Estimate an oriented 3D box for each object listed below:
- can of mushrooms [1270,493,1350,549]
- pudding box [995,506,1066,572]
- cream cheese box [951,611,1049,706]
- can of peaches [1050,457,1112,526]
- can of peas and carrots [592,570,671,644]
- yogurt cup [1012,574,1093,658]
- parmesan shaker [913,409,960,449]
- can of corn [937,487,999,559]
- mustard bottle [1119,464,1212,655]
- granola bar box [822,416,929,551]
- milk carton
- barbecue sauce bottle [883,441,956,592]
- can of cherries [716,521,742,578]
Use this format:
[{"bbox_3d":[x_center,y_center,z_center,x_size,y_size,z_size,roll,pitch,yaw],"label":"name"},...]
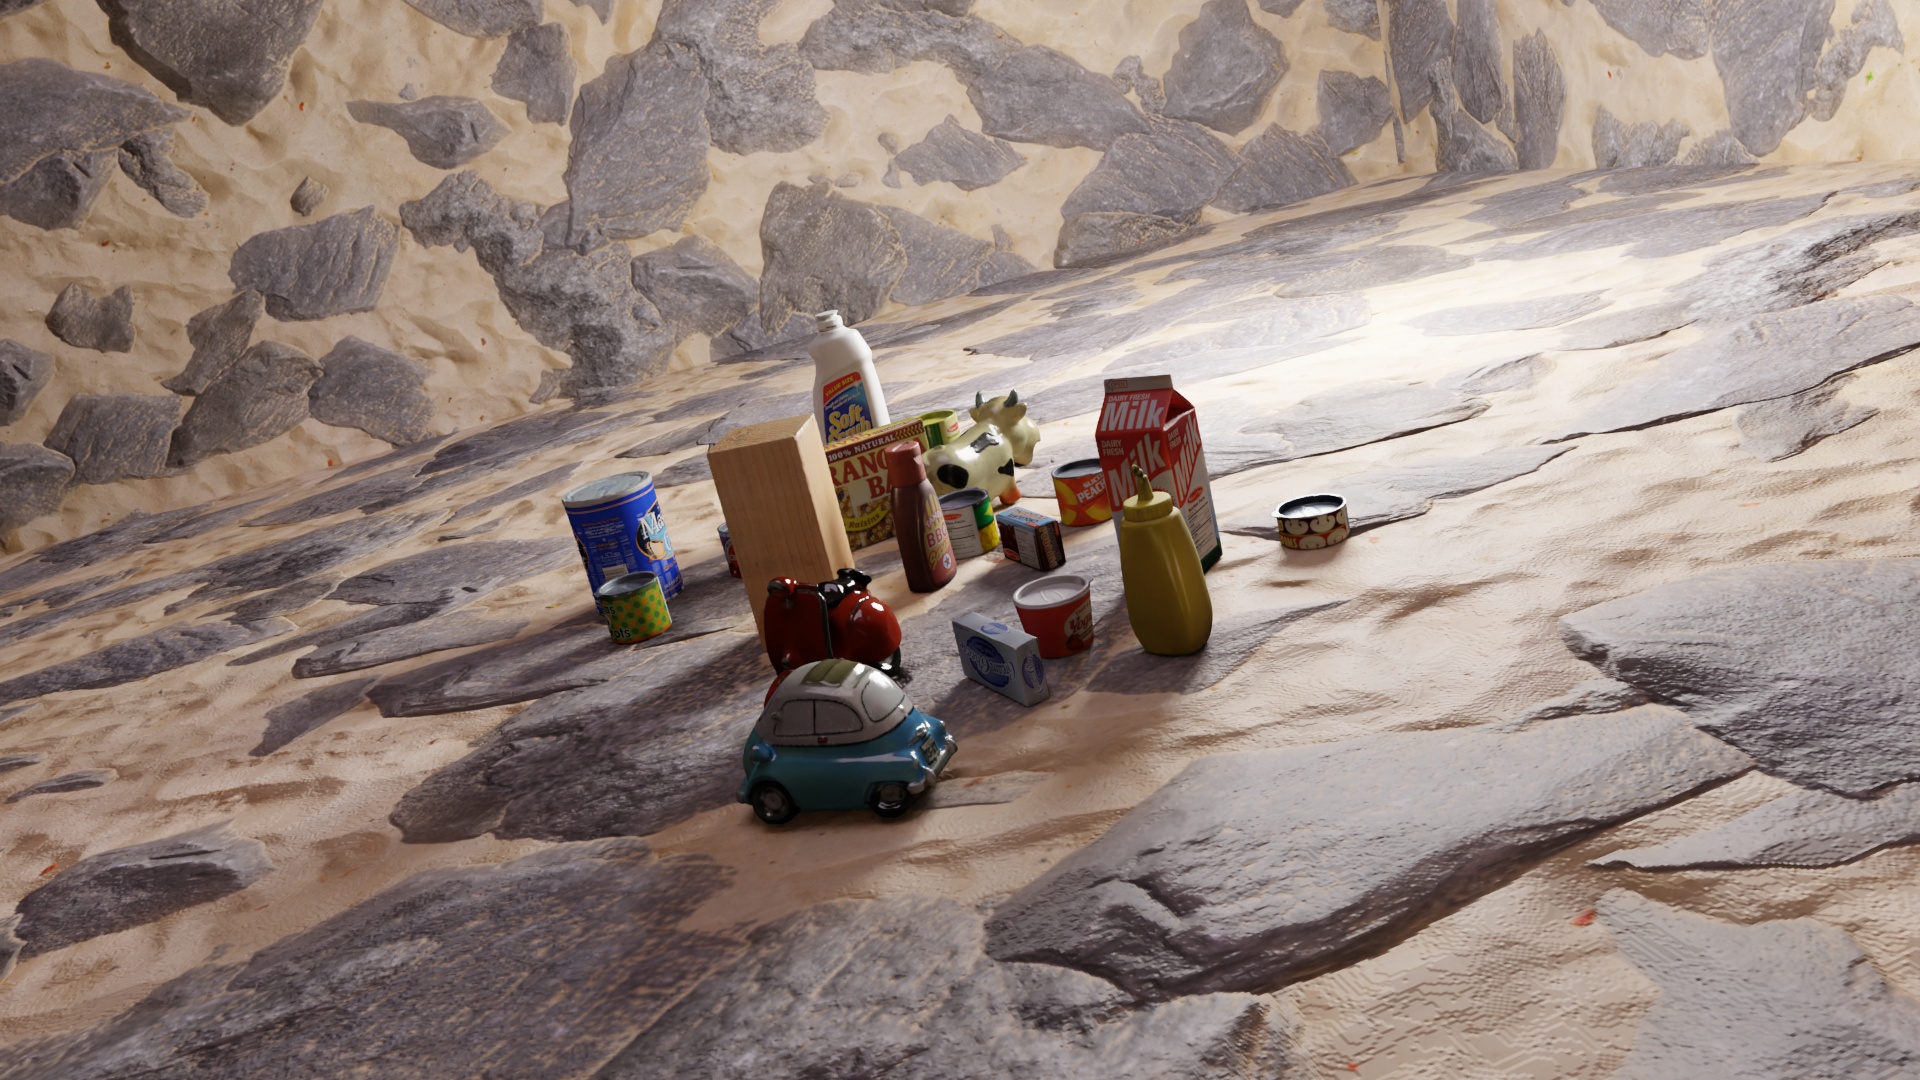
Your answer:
[{"bbox_3d":[0.328,-0.018,1.302,0.071,0.033,0.071,-12,17,4],"label":"can of mushrooms"},{"bbox_3d":[0.071,-0.002,1.417,0.030,0.049,0.084,-21,19,-23],"label":"pudding box"},{"bbox_3d":[0.032,0.096,1.136,0.024,0.053,0.104,-22,19,-25],"label":"cream cheese box"},{"bbox_3d":[0.137,-0.052,1.509,0.071,0.058,0.071,-12,17,4],"label":"can of peaches"},{"bbox_3d":[-0.350,0.072,1.482,0.071,0.058,0.071,-12,17,4],"label":"can of peas and carrots"},{"bbox_3d":[0.083,0.066,1.191,0.072,0.053,0.072,-12,17,4],"label":"yogurt cup"},{"bbox_3d":[-0.028,-0.101,1.707,0.071,0.102,0.071,-12,17,4],"label":"parmesan shaker"},{"bbox_3d":[0.005,-0.019,1.502,0.071,0.058,0.071,-12,17,4],"label":"can of corn"},{"bbox_3d":[0.161,0.013,1.120,0.065,0.159,0.049,0,22,38],"label":"mustard bottle"},{"bbox_3d":[-0.109,-0.060,1.605,0.166,0.123,0.039,-20,18,-21],"label":"granola bar box"},{"bbox_3d":[0.180,-0.060,1.280,0.072,0.190,0.074,-1,21,35],"label":"milk carton"},{"bbox_3d":[-0.044,-0.025,1.409,0.043,0.148,0.065,-4,19,29],"label":"barbecue sauce bottle"},{"bbox_3d":[-0.243,0.006,1.609,0.071,0.058,0.072,-12,17,4],"label":"can of cherries"}]
